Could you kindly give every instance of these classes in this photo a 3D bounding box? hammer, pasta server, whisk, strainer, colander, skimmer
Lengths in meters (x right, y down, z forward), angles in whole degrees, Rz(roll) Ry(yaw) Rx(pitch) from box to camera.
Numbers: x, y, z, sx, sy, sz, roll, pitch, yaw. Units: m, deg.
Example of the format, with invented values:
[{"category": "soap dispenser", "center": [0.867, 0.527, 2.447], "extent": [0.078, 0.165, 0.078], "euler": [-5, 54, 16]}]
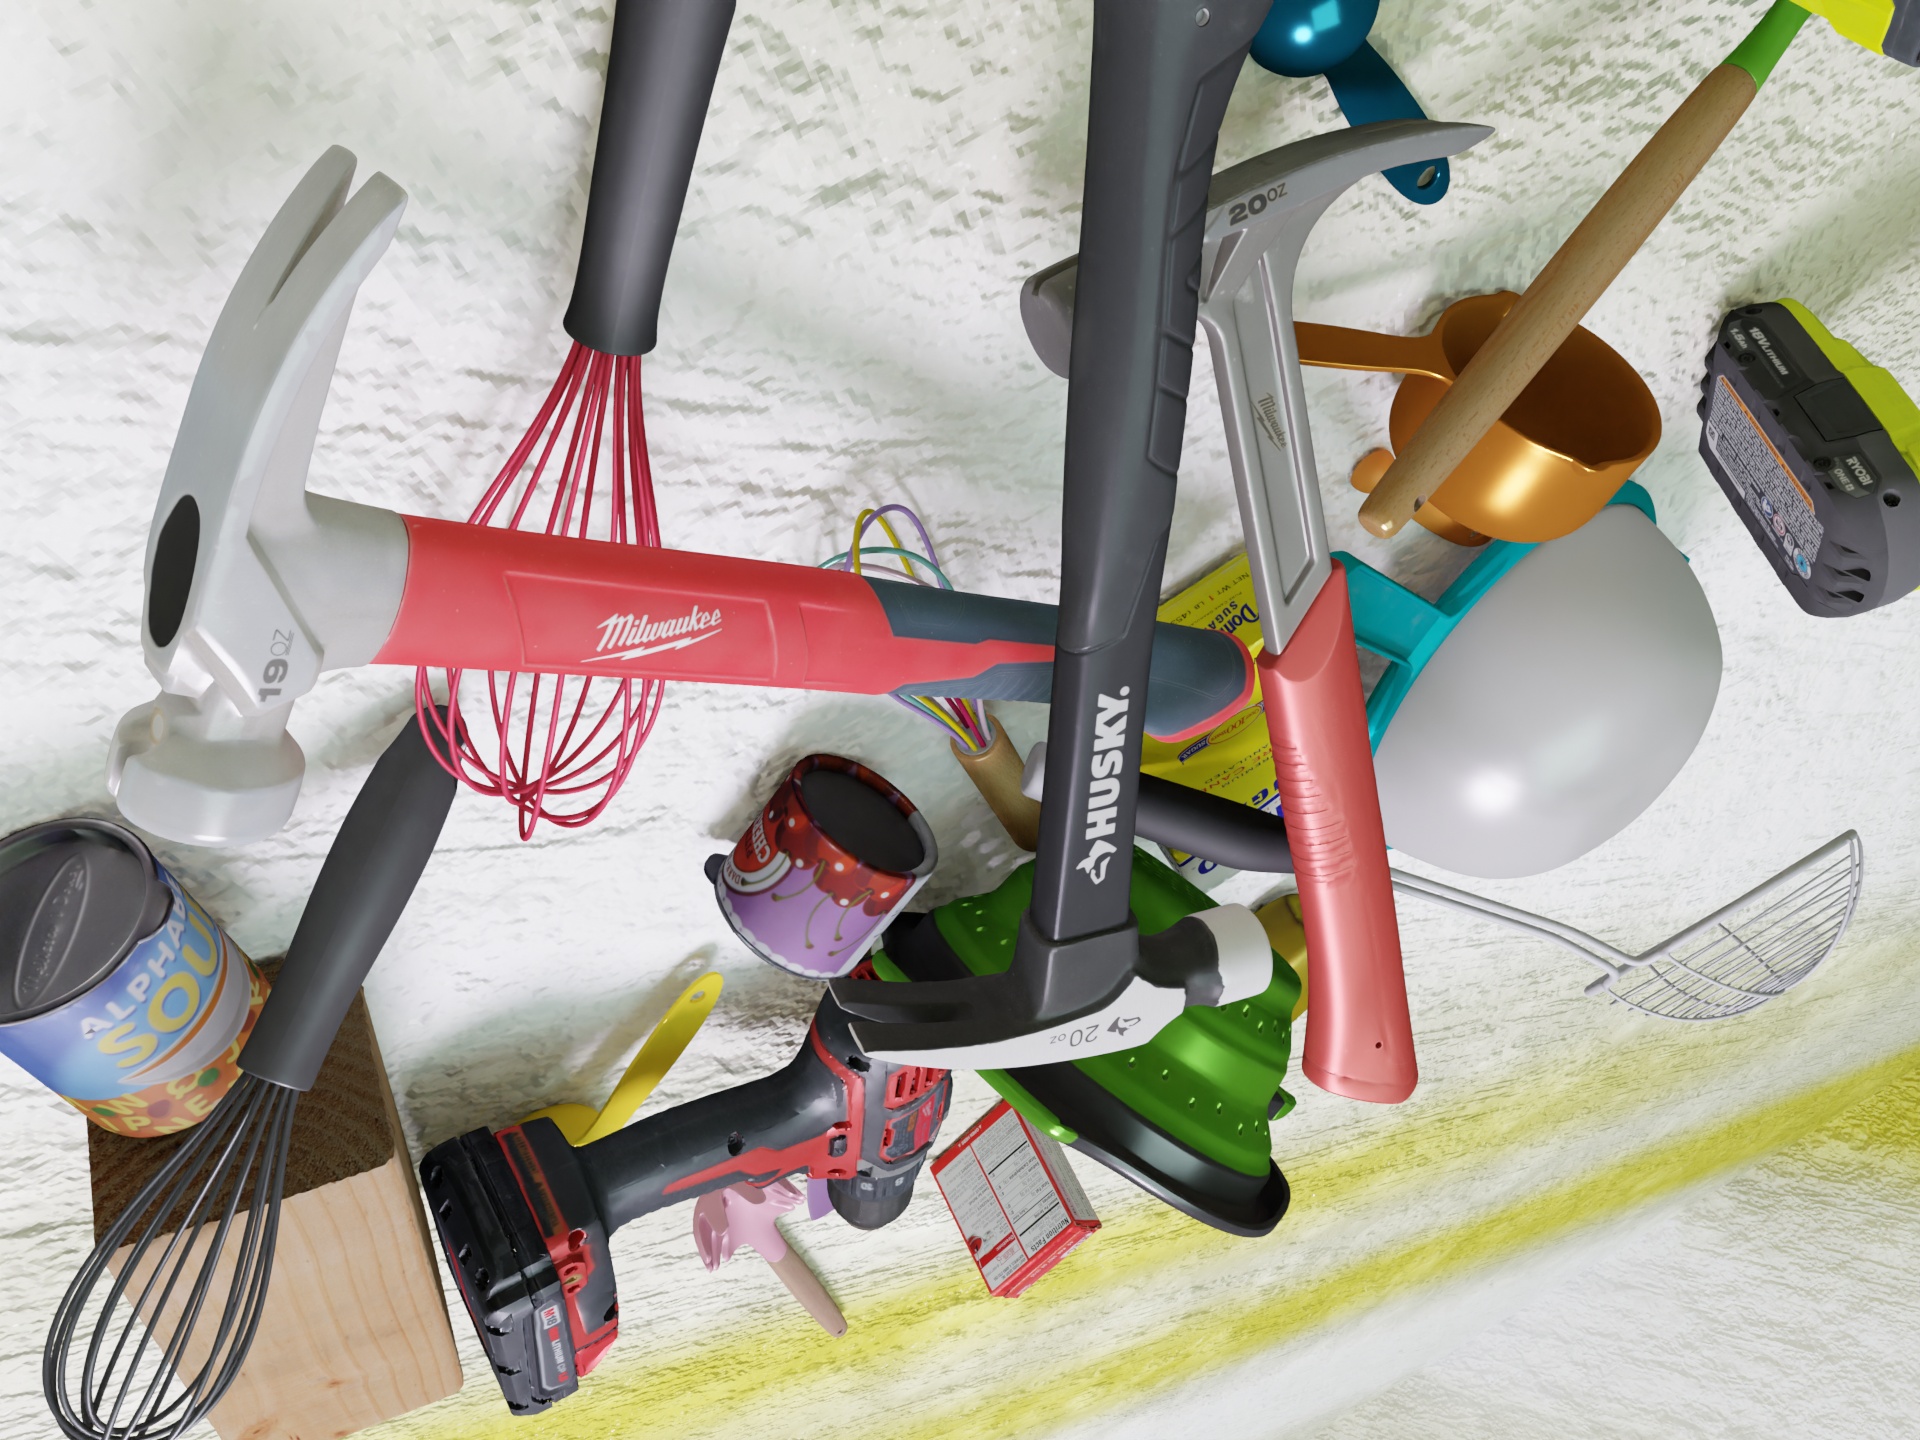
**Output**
[{"category": "hammer", "center": [0.036, -0.037, 0.435], "extent": [0.146, 0.035, 0.334], "euler": [-11, 125, -20]}, {"category": "pasta server", "center": [-0.098, 0.320, 0.922], "extent": [0.060, 0.040, 0.315], "euler": [-35, 148, -15]}, {"category": "whisk", "center": [-0.202, 0.105, 0.474], "extent": [0.055, 0.055, 0.239], "euler": [39, 69, -54]}, {"category": "strainer", "center": [0.243, -0.007, 0.679], "extent": [0.340, 0.095, 0.211], "euler": [13, 116, -55]}, {"category": "colander", "center": [0.111, 0.133, 0.739], "extent": [0.094, 0.205, 0.396], "euler": [-54, 149, 4]}, {"category": "hammer", "center": [-0.022, -0.038, 0.452], "extent": [0.386, 0.038, 0.143], "euler": [2, 119, -49]}, {"category": "hammer", "center": [0.128, -0.009, 0.542], "extent": [0.149, 0.037, 0.358], "euler": [-27, 122, -15]}, {"category": "whisk", "center": [-0.001, 0.000, 0.597], "extent": [0.051, 0.047, 0.244], "euler": [-33, 149, 0]}, {"category": "skimmer", "center": [0.201, 0.047, 0.654], "extent": [0.363, 0.090, 0.127], "euler": [17, 145, -10]}, {"category": "whisk", "center": [-0.095, -0.083, 0.412], "extent": [0.073, 0.073, 0.295], "euler": [-5, 133, -33]}]

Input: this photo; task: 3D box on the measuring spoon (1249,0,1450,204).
[{"category": "measuring spoon", "center": [0.127, -0.187, 0.480], "extent": [0.042, 0.021, 0.128], "euler": [-44, 144, 17]}]

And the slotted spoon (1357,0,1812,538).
[{"category": "slotted spoon", "center": [0.222, -0.179, 0.488], "extent": [0.314, 0.031, 0.070], "euler": [-51, 145, -5]}]

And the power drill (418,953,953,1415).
[{"category": "power drill", "center": [-0.105, 0.207, 0.700], "extent": [0.226, 0.080, 0.187], "euler": [-22, 143, -25]}]

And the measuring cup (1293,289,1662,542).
[{"category": "measuring cup", "center": [0.160, -0.109, 0.567], "extent": [0.173, 0.095, 0.052], "euler": [4, 142, -15]}]

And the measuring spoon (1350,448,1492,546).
[{"category": "measuring spoon", "center": [0.198, -0.089, 0.665], "extent": [0.116, 0.011, 0.021], "euler": [14, 125, -46]}]

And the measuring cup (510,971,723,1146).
[{"category": "measuring cup", "center": [-0.153, 0.158, 0.693], "extent": [0.062, 0.029, 0.156], "euler": [17, 117, -49]}]

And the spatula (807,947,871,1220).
[{"category": "spatula", "center": [-0.053, 0.172, 0.789], "extent": [0.060, 0.018, 0.315], "euler": [-28, 148, -25]}]

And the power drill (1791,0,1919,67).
[{"category": "power drill", "center": [0.260, -0.268, 0.356], "extent": [0.080, 0.171, 0.223], "euler": [-14, 138, -24]}]

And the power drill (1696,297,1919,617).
[{"category": "power drill", "center": [0.432, -0.149, 0.647], "extent": [0.228, 0.191, 0.080], "euler": [-19, 146, 7]}]
